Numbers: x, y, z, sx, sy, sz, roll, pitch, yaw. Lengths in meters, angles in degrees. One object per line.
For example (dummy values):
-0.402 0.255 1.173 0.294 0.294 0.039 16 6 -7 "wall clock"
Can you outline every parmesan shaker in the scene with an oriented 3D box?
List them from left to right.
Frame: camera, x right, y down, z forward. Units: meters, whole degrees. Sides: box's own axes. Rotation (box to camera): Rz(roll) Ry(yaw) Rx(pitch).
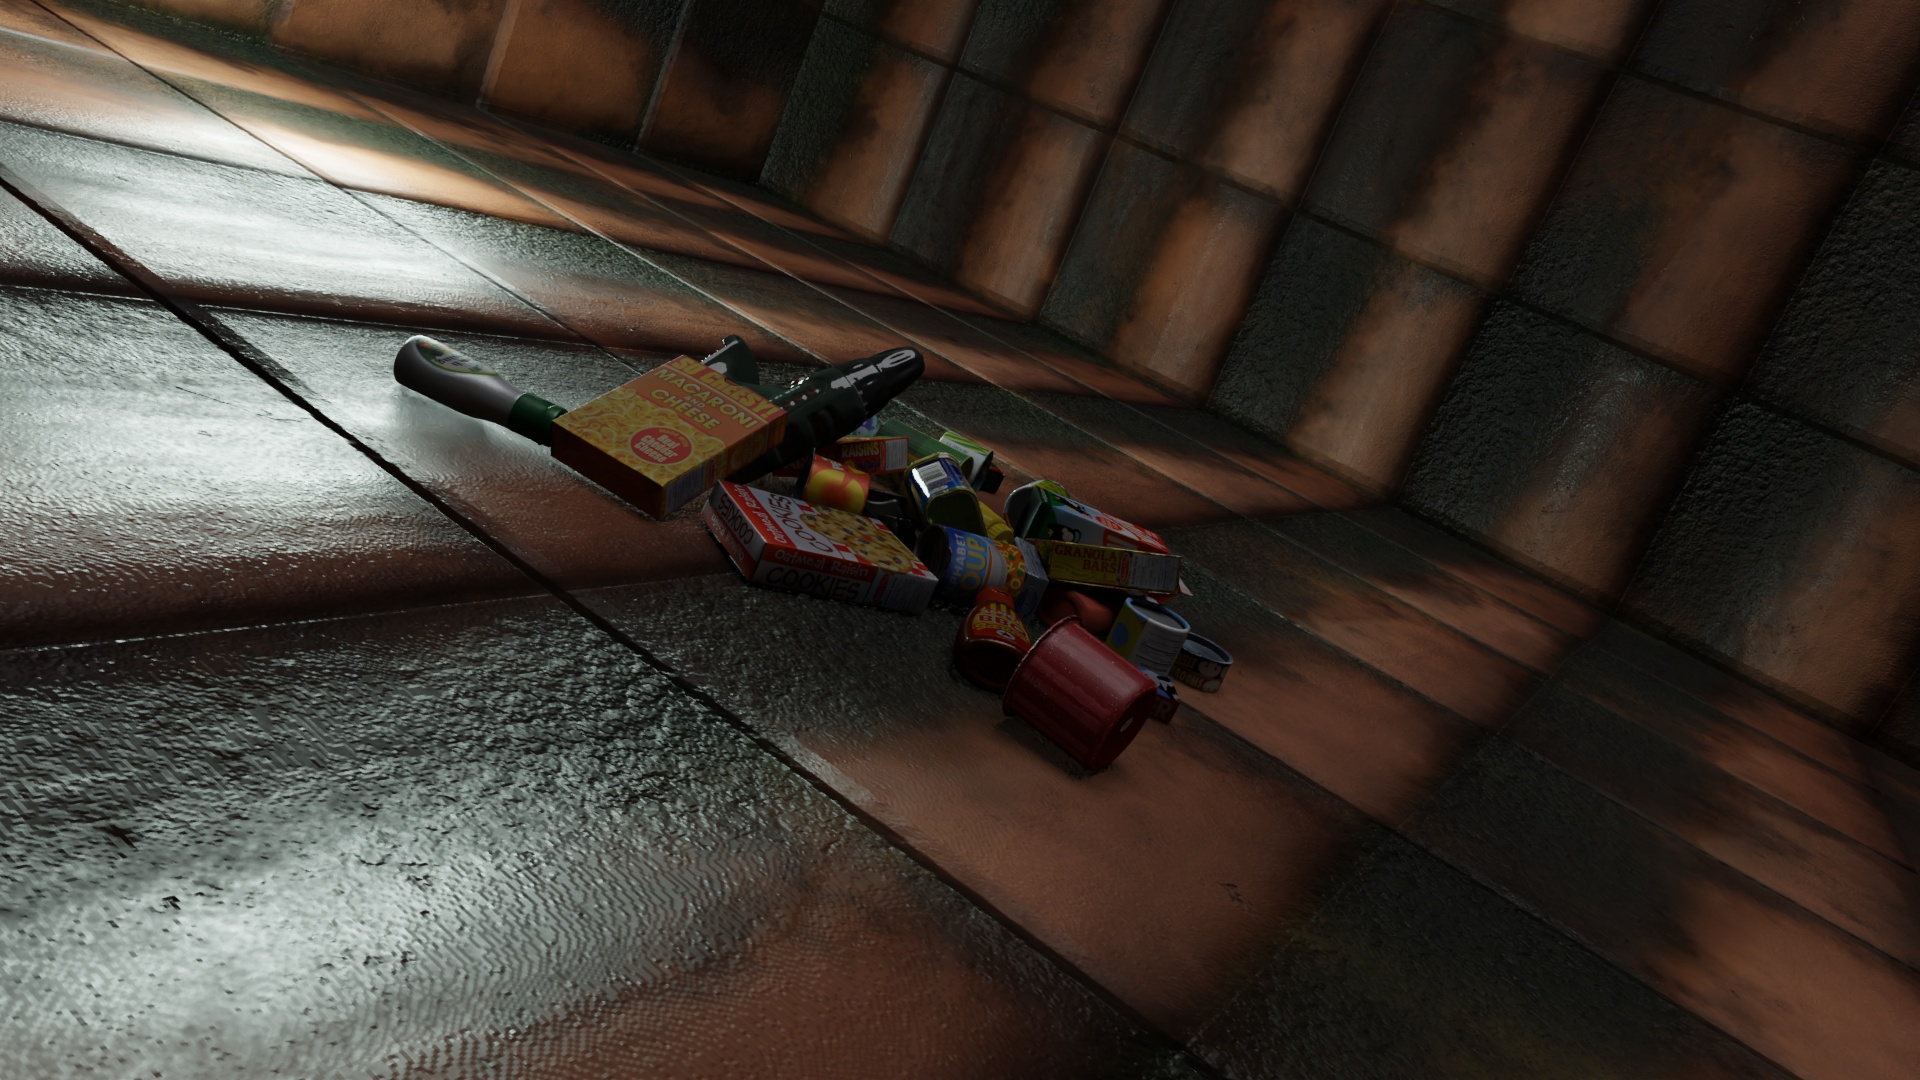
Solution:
-0.046 -0.082 1.537 0.103 0.071 0.071 27 15 14 "parmesan shaker"

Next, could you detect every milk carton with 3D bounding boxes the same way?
0.155 0.015 1.480 0.190 0.073 0.072 21 14 -9 "milk carton"

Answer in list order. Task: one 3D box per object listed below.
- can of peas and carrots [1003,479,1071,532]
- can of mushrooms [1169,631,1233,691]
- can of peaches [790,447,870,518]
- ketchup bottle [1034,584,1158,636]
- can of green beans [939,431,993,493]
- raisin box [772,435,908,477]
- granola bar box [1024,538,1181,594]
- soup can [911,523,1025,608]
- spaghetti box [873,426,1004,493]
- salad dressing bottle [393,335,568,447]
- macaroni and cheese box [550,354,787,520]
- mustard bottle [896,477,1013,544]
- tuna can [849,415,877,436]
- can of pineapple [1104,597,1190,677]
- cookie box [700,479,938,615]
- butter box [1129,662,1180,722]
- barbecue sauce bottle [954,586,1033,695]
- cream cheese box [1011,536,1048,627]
0.089 -0.031 1.555 0.071 0.070 0.059 27 16 13 "can of peas and carrots"
0.222 0.114 1.324 0.071 0.033 0.071 23 15 -6 "can of mushrooms"
-0.120 -0.042 1.277 0.058 0.071 0.071 21 15 -14 "can of peaches"
0.139 0.068 1.334 0.065 0.043 0.149 26 13 40 "ketchup bottle"
-0.002 -0.085 1.601 0.058 0.071 0.071 25 15 8 "can of green beans"
-0.121 -0.086 1.409 0.086 0.040 0.124 5 9 31 "raisin box"
0.133 0.025 1.354 0.124 0.039 0.165 7 0 -6 "granola bar box"
0.007 0.026 1.237 0.084 0.071 0.071 15 17 -29 "soup can"
-0.063 -0.105 1.650 0.250 0.028 0.050 15 18 -29 "spaghetti box"
-0.408 -0.126 1.186 0.148 0.044 0.064 25 16 5 "salad dressing bottle"
-0.249 -0.094 1.205 0.124 0.040 0.167 29 40 18 "macaroni and cheese box"
0.005 -0.018 1.419 0.160 0.048 0.065 34 18 33 "mustard bottle"
-0.117 -0.110 1.517 0.033 0.071 0.071 22 15 -10 "tuna can"
0.169 0.091 1.277 0.071 0.057 0.071 22 15 -6 "can of pineapple"
-0.120 0.007 1.171 0.167 0.040 0.123 14 18 -35 "cookie box"
0.135 0.120 1.195 0.103 0.024 0.053 22 15 -7 "butter box"
0.028 0.078 1.142 0.065 0.043 0.149 21 15 -5 "barbecue sauce bottle"
0.055 0.039 1.294 0.024 0.053 0.104 22 15 -12 "cream cheese box"
